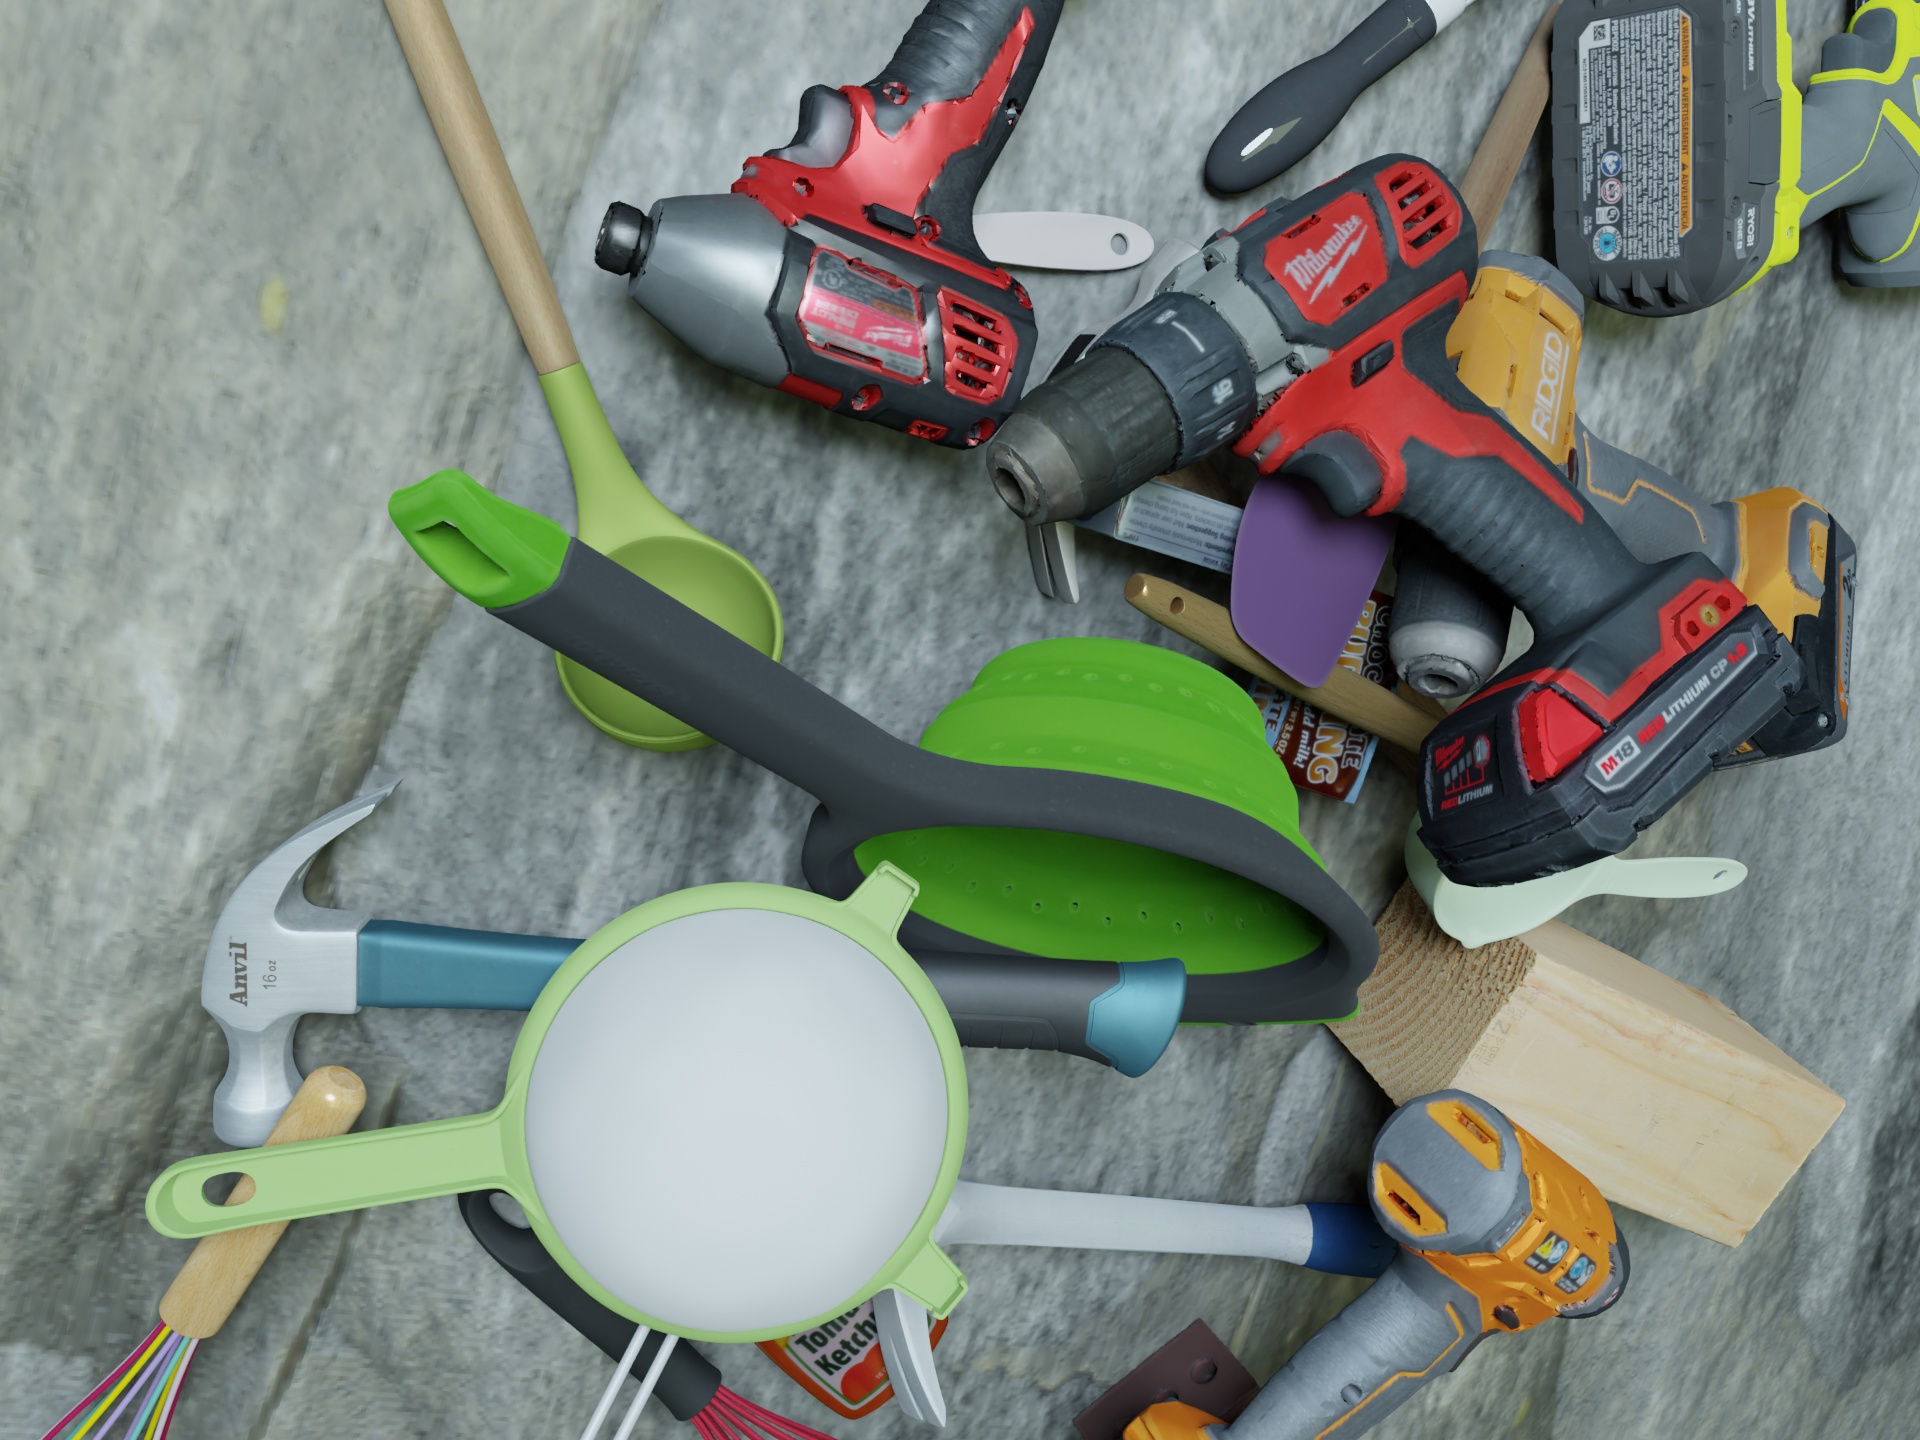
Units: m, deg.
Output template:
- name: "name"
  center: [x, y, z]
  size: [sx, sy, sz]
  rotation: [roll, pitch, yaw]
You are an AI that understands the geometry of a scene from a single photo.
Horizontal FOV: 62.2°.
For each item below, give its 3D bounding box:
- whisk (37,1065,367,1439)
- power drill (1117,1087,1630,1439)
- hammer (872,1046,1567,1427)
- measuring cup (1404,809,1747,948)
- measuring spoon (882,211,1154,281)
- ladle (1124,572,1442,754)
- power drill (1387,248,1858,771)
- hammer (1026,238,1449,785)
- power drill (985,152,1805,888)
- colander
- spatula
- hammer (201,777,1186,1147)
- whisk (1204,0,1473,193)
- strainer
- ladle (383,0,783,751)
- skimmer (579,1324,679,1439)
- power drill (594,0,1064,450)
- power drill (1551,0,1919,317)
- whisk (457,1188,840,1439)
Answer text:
- name: "whisk"
  center: [-0.269, 0.217, 0.539]
  size: [0.047, 0.051, 0.245]
  rotation: [30, 98, -31]
- name: "power drill"
  center: [0.174, 0.266, 0.640]
  size: [0.164, 0.084, 0.226]
  rotation: [36, 95, -38]
- name: "hammer"
  center: [0.141, 0.233, 0.703]
  size: [0.405, 0.035, 0.144]
  rotation: [13, 73, -27]
- name: "measuring cup"
  center: [0.250, 0.050, 0.641]
  size: [0.167, 0.038, 0.083]
  rotation: [5, 126, -27]
- name: "measuring spoon"
  center: [0.016, -0.176, 0.585]
  size: [0.124, 0.018, 0.034]
  rotation: [-6, 98, -26]
- name: "ladle"
  center: [0.174, 0.002, 0.614]
  size: [0.315, 0.031, 0.069]
  rotation: [21, 92, -37]
- name: "power drill"
  center: [0.260, -0.057, 0.639]
  size: [0.226, 0.084, 0.185]
  rotation: [30, 63, -24]
- name: "hammer"
  center: [0.150, -0.033, 0.659]
  size: [0.331, 0.031, 0.130]
  rotation: [42, 86, -25]
- name: "power drill"
  center: [0.134, -0.056, 0.509]
  size: [0.188, 0.080, 0.227]
  rotation: [-35, 87, -20]
- name: "colander"
  center: [-0.001, -0.002, 0.528]
  size: [0.396, 0.204, 0.095]
  rotation: [34, 58, -40]
- name: "spatula"
  center: [0.172, -0.154, 0.590]
  size: [0.059, 0.018, 0.316]
  rotation: [35, 70, -19]
- name: "hammer"
  center: [-0.088, 0.092, 0.548]
  size: [0.331, 0.033, 0.128]
  rotation: [4, 103, -4]
- name: "whisk"
  center: [0.203, -0.294, 0.604]
  size: [0.284, 0.070, 0.070]
  rotation: [-40, 114, -3]
- name: "strainer"
  center: [-0.121, 0.134, 0.485]
  size: [0.256, 0.069, 0.151]
  rotation: [-7, 92, -8]
- name: "ladle"
  center: [-0.138, -0.139, 0.510]
  size: [0.078, 0.062, 0.320]
  rotation: [-22, 108, -11]
- name: "skimmer"
  center: [-0.127, 0.234, 0.549]
  size: [0.127, 0.090, 0.363]
  rotation: [36, 59, -14]
- name: "power drill"
  center: [-0.026, -0.210, 0.511]
  size: [0.143, 0.079, 0.219]
  rotation: [14, 93, -23]
- name: "power drill"
  center: [0.346, -0.263, 0.642]
  size: [0.228, 0.080, 0.190]
  rotation: [-18, 110, -27]
- name: "whisk"
  center: [-0.090, 0.278, 0.623]
  size: [0.073, 0.073, 0.295]
  rotation: [-41, 103, -7]
